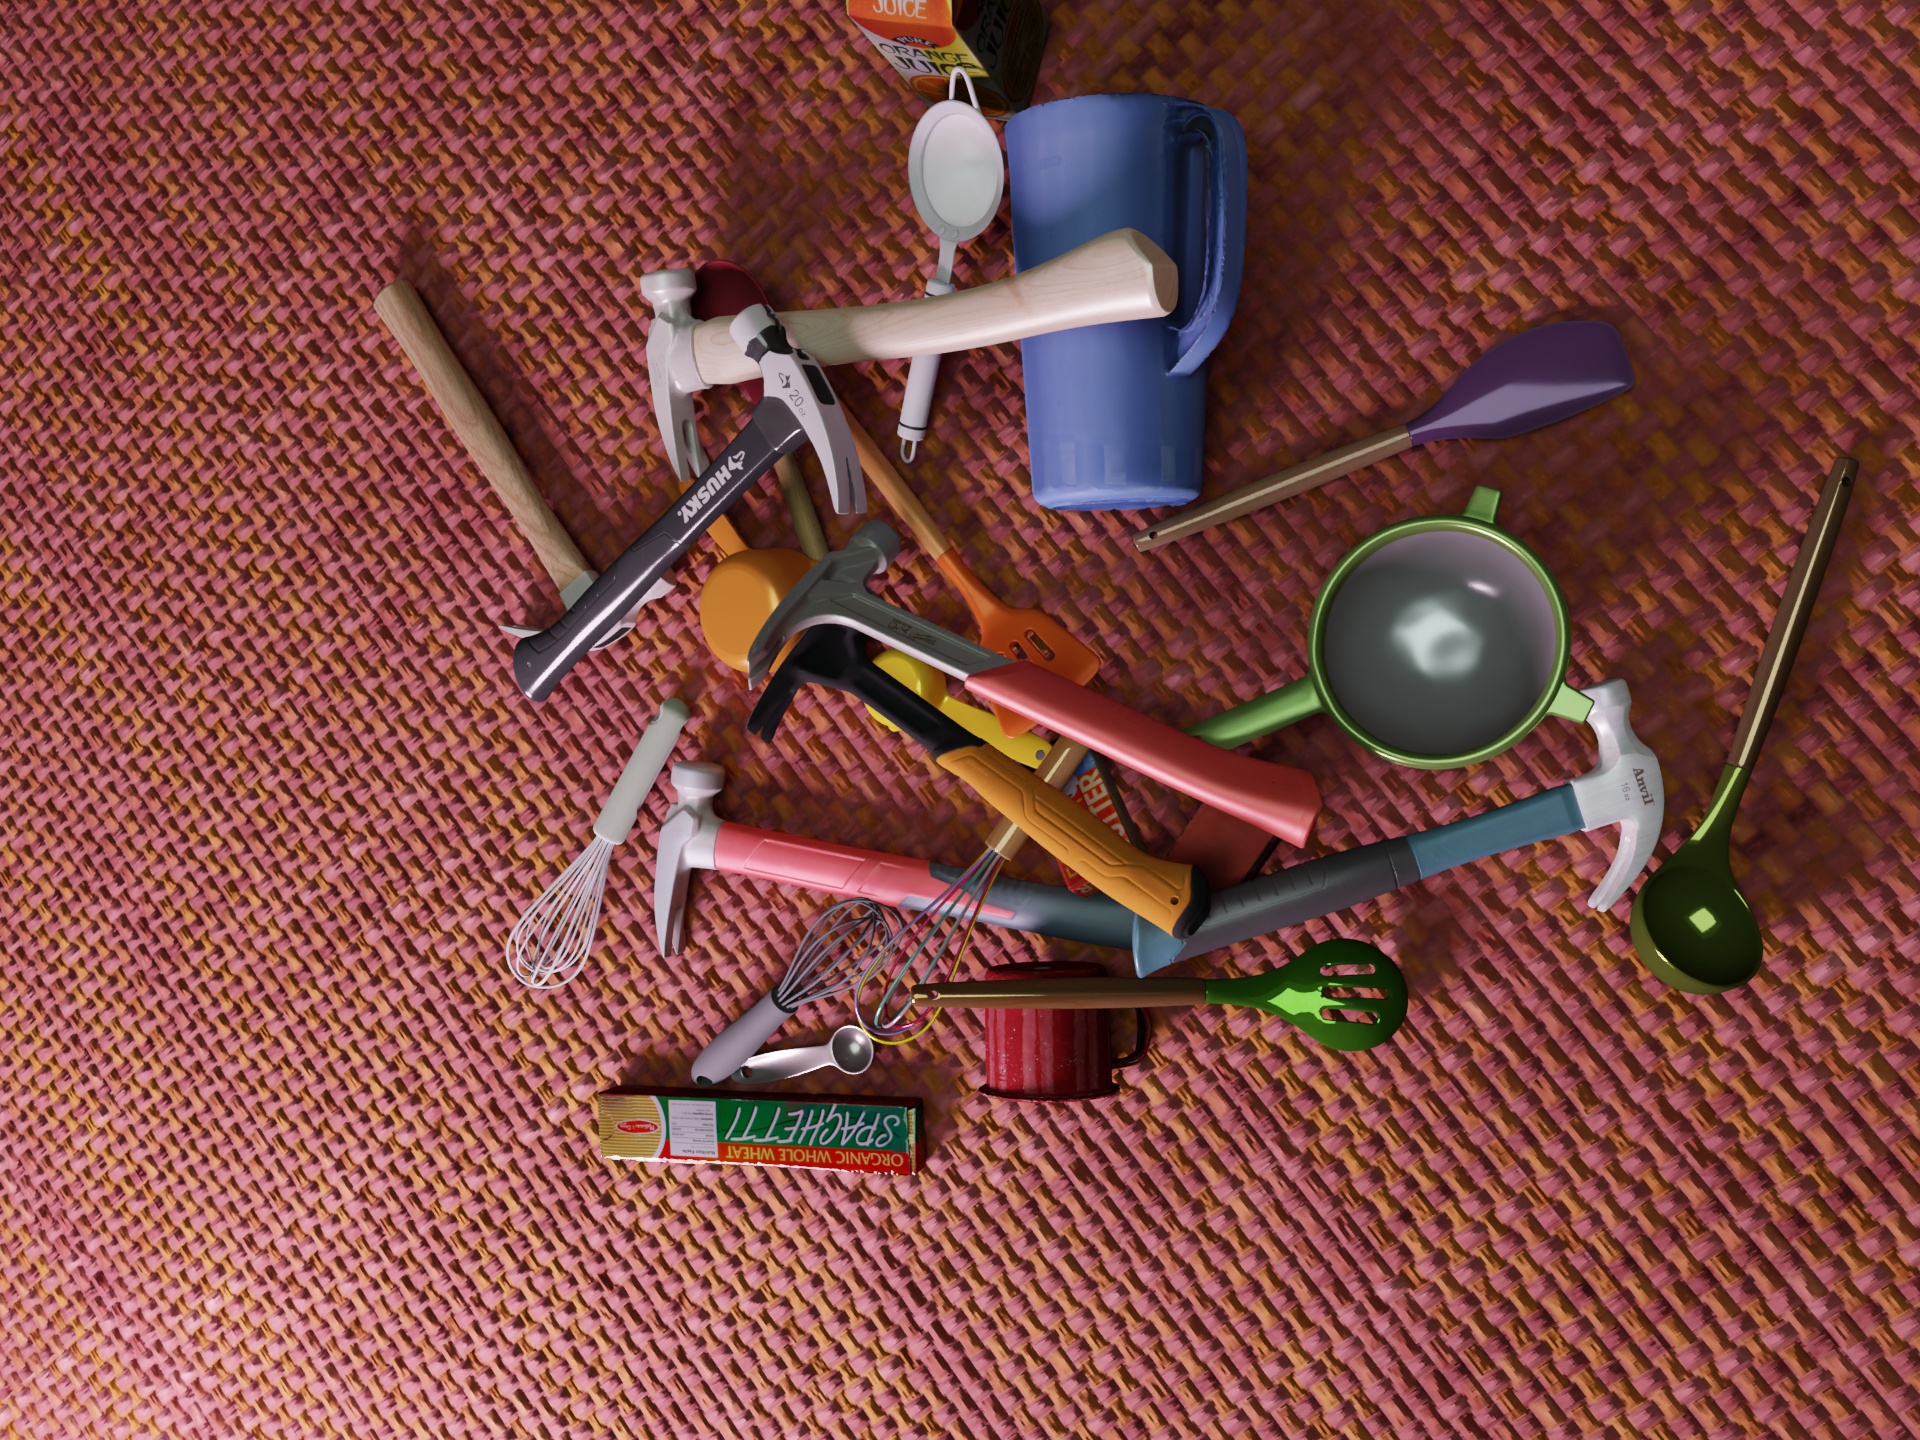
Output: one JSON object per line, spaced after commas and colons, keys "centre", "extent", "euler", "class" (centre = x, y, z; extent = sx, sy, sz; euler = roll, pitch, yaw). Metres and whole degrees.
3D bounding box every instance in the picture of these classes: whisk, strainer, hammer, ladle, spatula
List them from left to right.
{"centre": [-0.348, -0.193, 1.196], "extent": [0.130, 0.031, 0.331], "euler": [-38, 79, 15], "class": "hammer"}
{"centre": [-0.262, 0.091, 1.170], "extent": [0.059, 0.058, 0.246], "euler": [27, 98, -19], "class": "whisk"}
{"centre": [-0.199, -0.116, 1.083], "extent": [0.334, 0.035, 0.146], "euler": [-39, 78, 28], "class": "hammer"}
{"centre": [-0.119, 0.194, 1.098], "extent": [0.239, 0.055, 0.055], "euler": [-44, 78, 33], "class": "whisk"}
{"centre": [-0.120, -0.174, 1.121], "extent": [0.069, 0.031, 0.315], "euler": [-21, 87, 36], "class": "ladle"}
{"centre": [-0.048, -0.238, 1.010], "extent": [0.411, 0.038, 0.146], "euler": [2, 104, 37], "class": "hammer"}
{"centre": [-0.033, 0.128, 1.093], "extent": [0.386, 0.038, 0.143], "euler": [9, 96, 18], "class": "hammer"}
{"centre": [-0.026, -0.133, 1.083], "extent": [0.081, 0.041, 0.323], "euler": [-39, 78, 9], "class": "spatula"}
{"centre": [-0.011, -0.294, 1.052], "extent": [0.087, 0.050, 0.258], "euler": [32, 121, 35], "class": "strainer"}
{"centre": [0.013, 0.039, 1.009], "extent": [0.337, 0.034, 0.127], "euler": [35, 85, 28], "class": "hammer"}
{"centre": [0.015, 0.105, 1.026], "extent": [0.047, 0.051, 0.245], "euler": [34, 88, 33], "class": "whisk"}
{"centre": [0.049, -0.007, 0.981], "extent": [0.359, 0.036, 0.149], "euler": [26, 56, 17], "class": "hammer"}
{"centre": [0.246, -0.024, 0.980], "extent": [0.256, 0.069, 0.151], "euler": [-25, 76, 22], "class": "strainer"}
{"centre": [0.256, -0.171, 0.998], "extent": [0.316, 0.018, 0.060], "euler": [-21, 82, 17], "class": "spatula"}
{"centre": [0.259, 0.086, 0.960], "extent": [0.331, 0.033, 0.128], "euler": [-18, 88, 5], "class": "hammer"}
{"centre": [0.463, 0.003, 0.914], "extent": [0.078, 0.062, 0.320], "euler": [17, 94, -5], "class": "ladle"}

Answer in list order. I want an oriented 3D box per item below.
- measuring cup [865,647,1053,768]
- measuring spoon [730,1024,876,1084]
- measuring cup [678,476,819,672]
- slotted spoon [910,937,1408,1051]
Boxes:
{"centre": [-0.002, -0.003, 1.069], "extent": [0.157, 0.029, 0.062], "euler": [26, 95, 28], "class": "measuring cup"}
{"centre": [-0.112, 0.242, 1.138], "extent": [0.124, 0.018, 0.034], "euler": [-17, 84, 25], "class": "measuring spoon"}
{"centre": [-0.164, -0.108, 1.117], "extent": [0.095, 0.052, 0.174], "euler": [-46, 72, 29], "class": "measuring cup"}
{"centre": [0.126, 0.171, 0.988], "extent": [0.313, 0.031, 0.070], "euler": [0, 76, -1], "class": "slotted spoon"}
